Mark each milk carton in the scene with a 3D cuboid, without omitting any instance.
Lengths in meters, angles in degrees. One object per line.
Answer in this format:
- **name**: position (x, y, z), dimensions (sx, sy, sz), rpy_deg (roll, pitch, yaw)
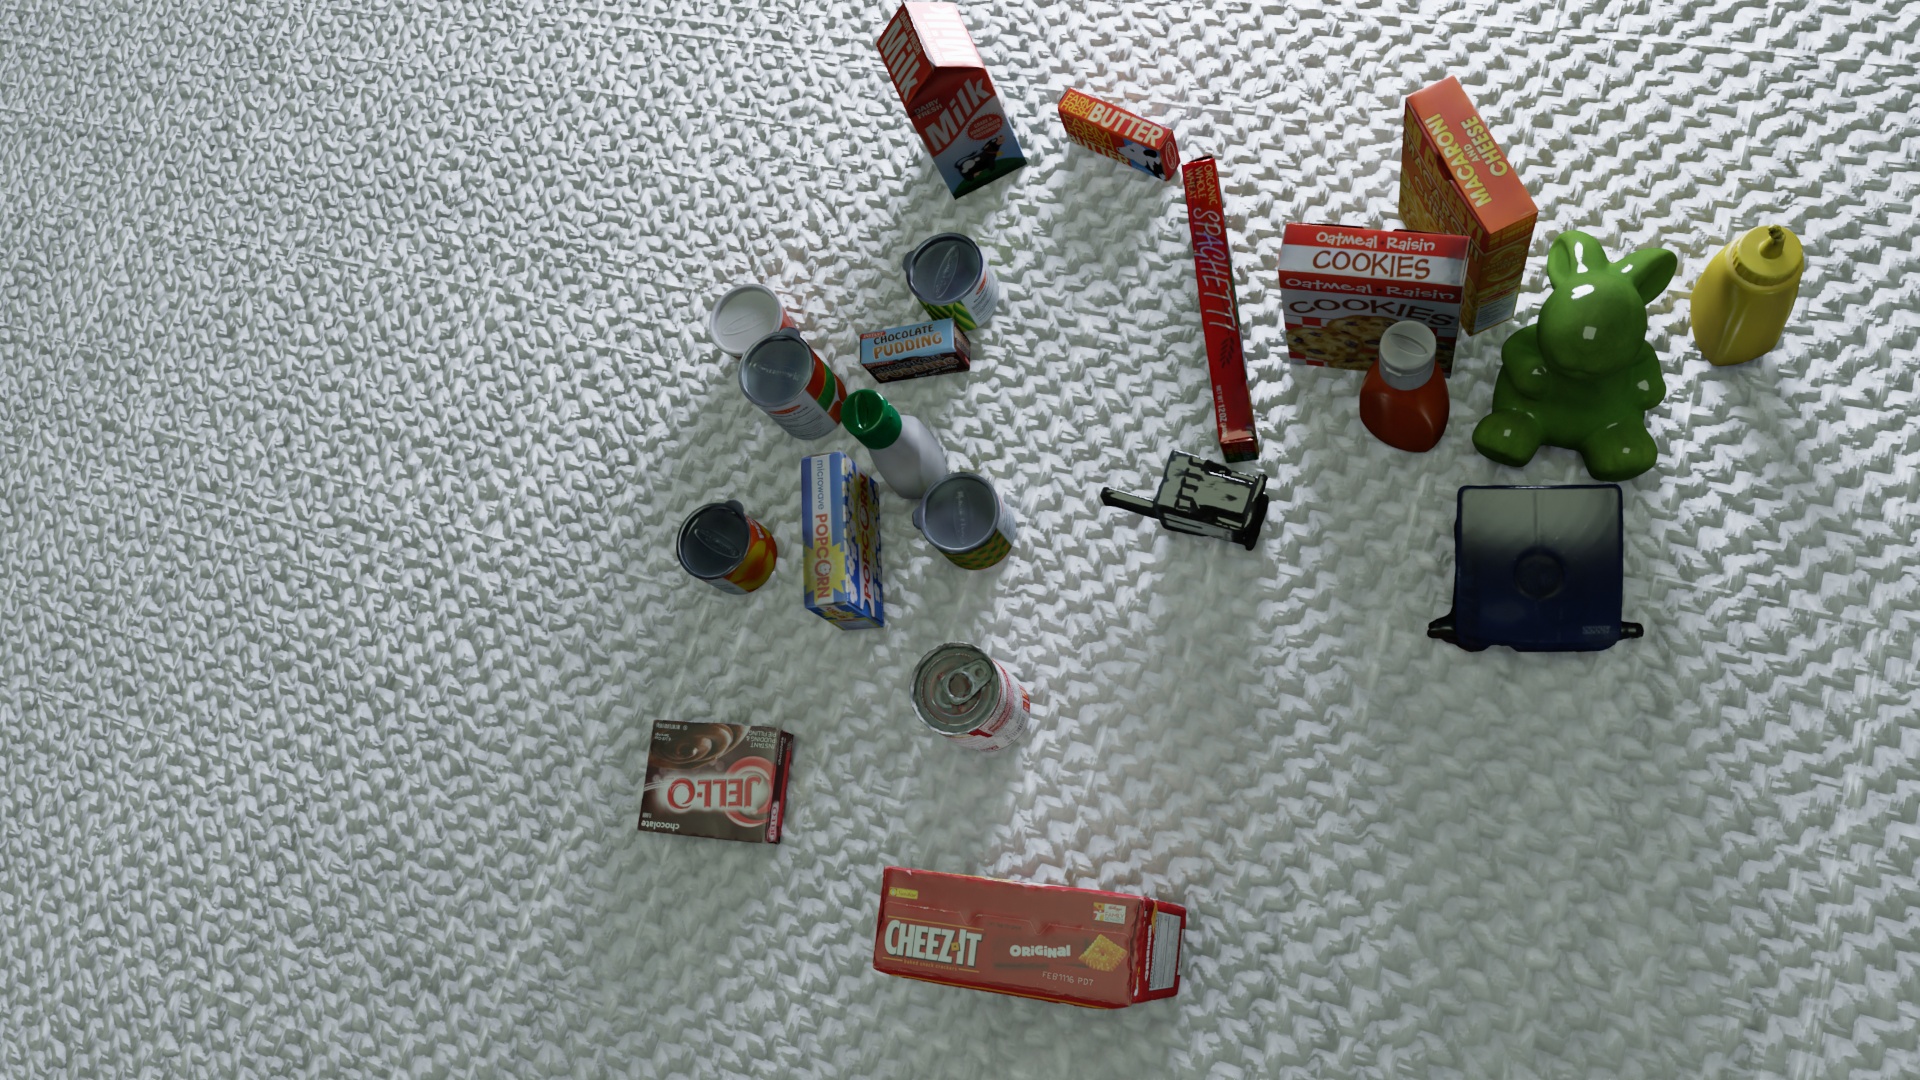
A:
- **milk carton**: position (-0.010, -0.368, 1.143), dimensions (0.073, 0.190, 0.072), rpy_deg (-25, 69, 8)

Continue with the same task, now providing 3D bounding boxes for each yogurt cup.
- **yogurt cup**: position (-0.177, -0.182, 1.208), dimensions (0.072, 0.054, 0.072), rpy_deg (-5, 73, 15)

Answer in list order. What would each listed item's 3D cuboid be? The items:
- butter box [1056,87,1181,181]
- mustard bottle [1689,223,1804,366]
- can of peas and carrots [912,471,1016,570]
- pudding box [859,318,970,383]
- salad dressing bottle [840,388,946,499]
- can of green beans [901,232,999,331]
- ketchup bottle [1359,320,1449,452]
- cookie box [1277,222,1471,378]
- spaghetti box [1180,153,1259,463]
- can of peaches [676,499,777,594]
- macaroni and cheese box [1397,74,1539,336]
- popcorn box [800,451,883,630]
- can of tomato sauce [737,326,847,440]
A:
- **butter box**: position (0.133, -0.341, 1.168), dimensions (0.103, 0.053, 0.024), rpy_deg (30, 84, 22)
- **mustard bottle**: position (0.537, -0.172, 0.942), dimensions (0.049, 0.160, 0.065), rpy_deg (-15, 71, 12)
- **can of peas and carrots**: position (0.004, -0.014, 1.102), dimensions (0.071, 0.058, 0.071), rpy_deg (-5, 73, 15)
- **pudding box**: position (-0.038, -0.158, 1.163), dimensions (0.083, 0.049, 0.030), rpy_deg (-7, 72, 14)
- **salad dressing bottle**: position (-0.052, -0.076, 1.089), dimensions (0.044, 0.147, 0.064), rpy_deg (-9, 72, 14)
- **can of green beans**: position (-0.006, -0.216, 1.167), dimensions (0.071, 0.057, 0.071), rpy_deg (-5, 73, 15)
- **ketchup bottle**: position (0.317, -0.110, 0.992), dimensions (0.065, 0.148, 0.043), rpy_deg (30, 84, 22)
- **cookie box**: position (0.298, -0.172, 1.006), dimensions (0.123, 0.167, 0.040), rpy_deg (9, 77, 18)
- **spaghetti box**: position (0.206, -0.185, 1.101), dimensions (0.028, 0.050, 0.250), rpy_deg (-9, 71, 14)
- **can of peaches**: position (-0.192, 0.006, 1.153), dimensions (0.071, 0.058, 0.071), rpy_deg (-5, 73, 15)
- **macaroni and cheese box**: position (0.363, -0.237, 1.008), dimensions (0.040, 0.166, 0.124), rpy_deg (-25, 69, 8)
- **popcorn box**: position (-0.094, 0.002, 1.111), dimensions (0.038, 0.085, 0.127), rpy_deg (-8, 72, 14)
- **can of tomato sauce**: position (-0.139, -0.130, 1.165), dimensions (0.071, 0.083, 0.071), rpy_deg (-5, 73, 15)
